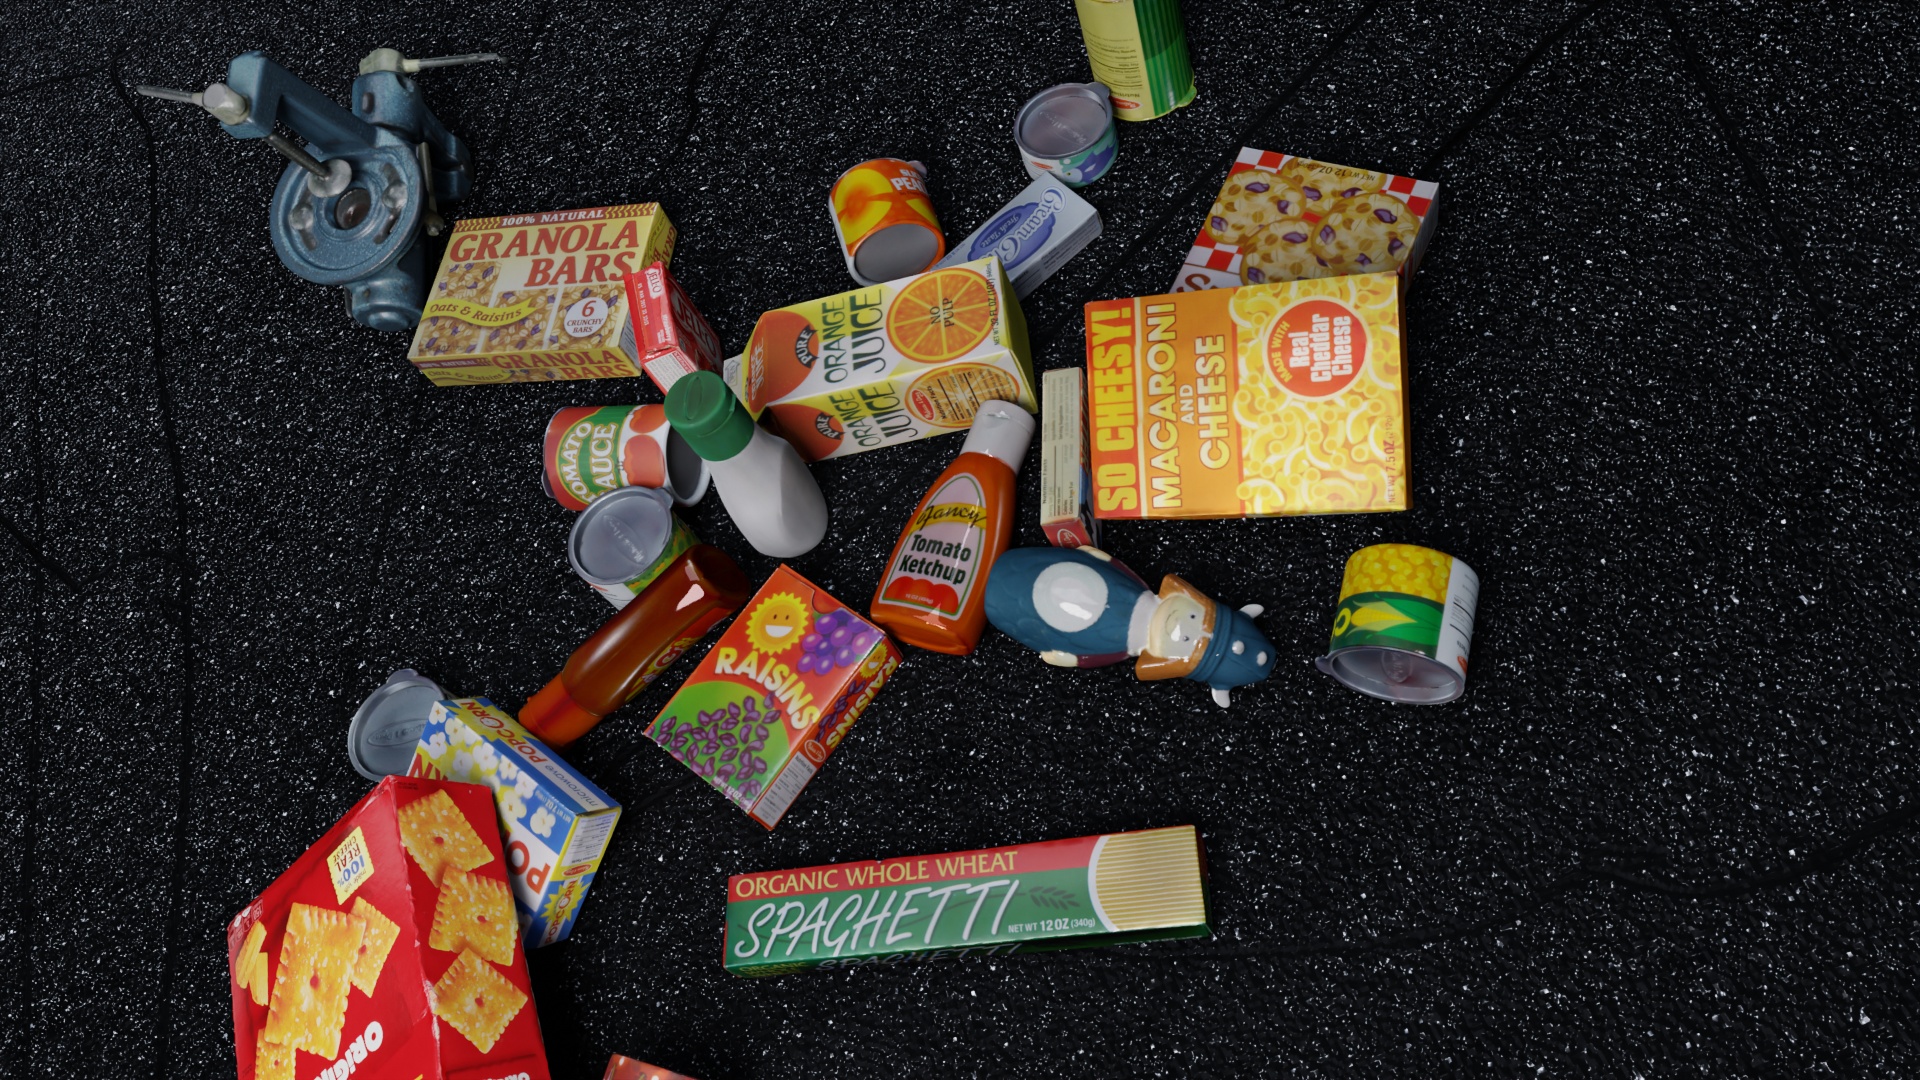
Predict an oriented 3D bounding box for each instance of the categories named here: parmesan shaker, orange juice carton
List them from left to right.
[{"bbox_3d":[-0.056,-0.104,0.850,0.192,0.072,0.072,-12,60,11],"label":"orange juice carton"},{"bbox_3d":[0.116,-0.334,0.906,0.071,0.102,0.071,-7,61,13],"label":"parmesan shaker"}]

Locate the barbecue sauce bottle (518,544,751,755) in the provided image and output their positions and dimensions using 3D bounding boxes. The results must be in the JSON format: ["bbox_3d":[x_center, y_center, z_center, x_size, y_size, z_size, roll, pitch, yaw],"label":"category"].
[{"bbox_3d":[-0.190,0.064,0.799,0.148,0.065,0.043,-41,87,10],"label":"barbecue sauce bottle"}]

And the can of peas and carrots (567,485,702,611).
[{"bbox_3d":[-0.191,0.007,0.838,0.071,0.058,0.071,-7,60,13],"label":"can of peas and carrots"}]

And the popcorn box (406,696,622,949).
[{"bbox_3d":[-0.254,0.154,0.770,0.127,0.038,0.085,30,102,28],"label":"popcorn box"}]

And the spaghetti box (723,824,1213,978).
[{"bbox_3d":[-0.001,0.184,0.702,0.250,0.028,0.050,-9,59,12],"label":"spaghetti box"}]

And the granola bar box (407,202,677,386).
[{"bbox_3d":[-0.291,-0.172,0.978,0.165,0.039,0.125,-1,63,17],"label":"granola bar box"}]

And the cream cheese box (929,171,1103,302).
[{"bbox_3d":[0.037,-0.187,0.896,0.104,0.024,0.053,-42,60,-8],"label":"cream cheese box"}]

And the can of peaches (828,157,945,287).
[{"bbox_3d":[-0.046,-0.206,0.906,0.071,0.071,0.058,-21,59,5],"label":"can of peaches"}]

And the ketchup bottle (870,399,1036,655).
[{"bbox_3d":[0.003,-0.010,0.798,0.065,0.043,0.149,12,66,22],"label":"ketchup bottle"}]

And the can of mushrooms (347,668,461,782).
[{"bbox_3d":[-0.329,0.115,0.835,0.071,0.033,0.071,-7,61,14],"label":"can of mushrooms"}]

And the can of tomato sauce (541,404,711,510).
[{"bbox_3d":[-0.208,-0.052,0.869,0.083,0.071,0.071,-1,62,16],"label":"can of tomato sauce"}]

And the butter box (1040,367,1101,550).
[{"bbox_3d":[0.064,-0.043,0.792,0.024,0.053,0.104,-7,60,17],"label":"butter box"}]

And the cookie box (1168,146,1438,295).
[{"bbox_3d":[0.193,-0.148,0.818,0.123,0.040,0.168,19,70,25],"label":"cookie box"}]

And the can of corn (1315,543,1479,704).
[{"bbox_3d":[0.218,0.041,0.692,0.071,0.071,0.058,9,65,21],"label":"can of corn"}]

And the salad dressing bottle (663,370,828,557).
[{"bbox_3d":[-0.120,-0.042,0.791,0.044,0.147,0.064,-6,61,14],"label":"salad dressing bottle"}]

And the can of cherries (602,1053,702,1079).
[{"bbox_3d":[-0.145,0.285,0.667,0.071,0.071,0.058,9,64,21],"label":"can of cherries"}]

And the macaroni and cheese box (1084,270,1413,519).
[{"bbox_3d":[0.154,-0.074,0.751,0.166,0.040,0.123,-2,91,24],"label":"macaroni and cheese box"}]

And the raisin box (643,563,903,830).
[{"bbox_3d":[-0.104,0.086,0.780,0.086,0.040,0.124,30,73,29],"label":"raisin box"}]

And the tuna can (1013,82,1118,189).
[{"bbox_3d":[0.073,-0.270,0.925,0.071,0.032,0.071,-7,61,13],"label":"tuna can"}]
